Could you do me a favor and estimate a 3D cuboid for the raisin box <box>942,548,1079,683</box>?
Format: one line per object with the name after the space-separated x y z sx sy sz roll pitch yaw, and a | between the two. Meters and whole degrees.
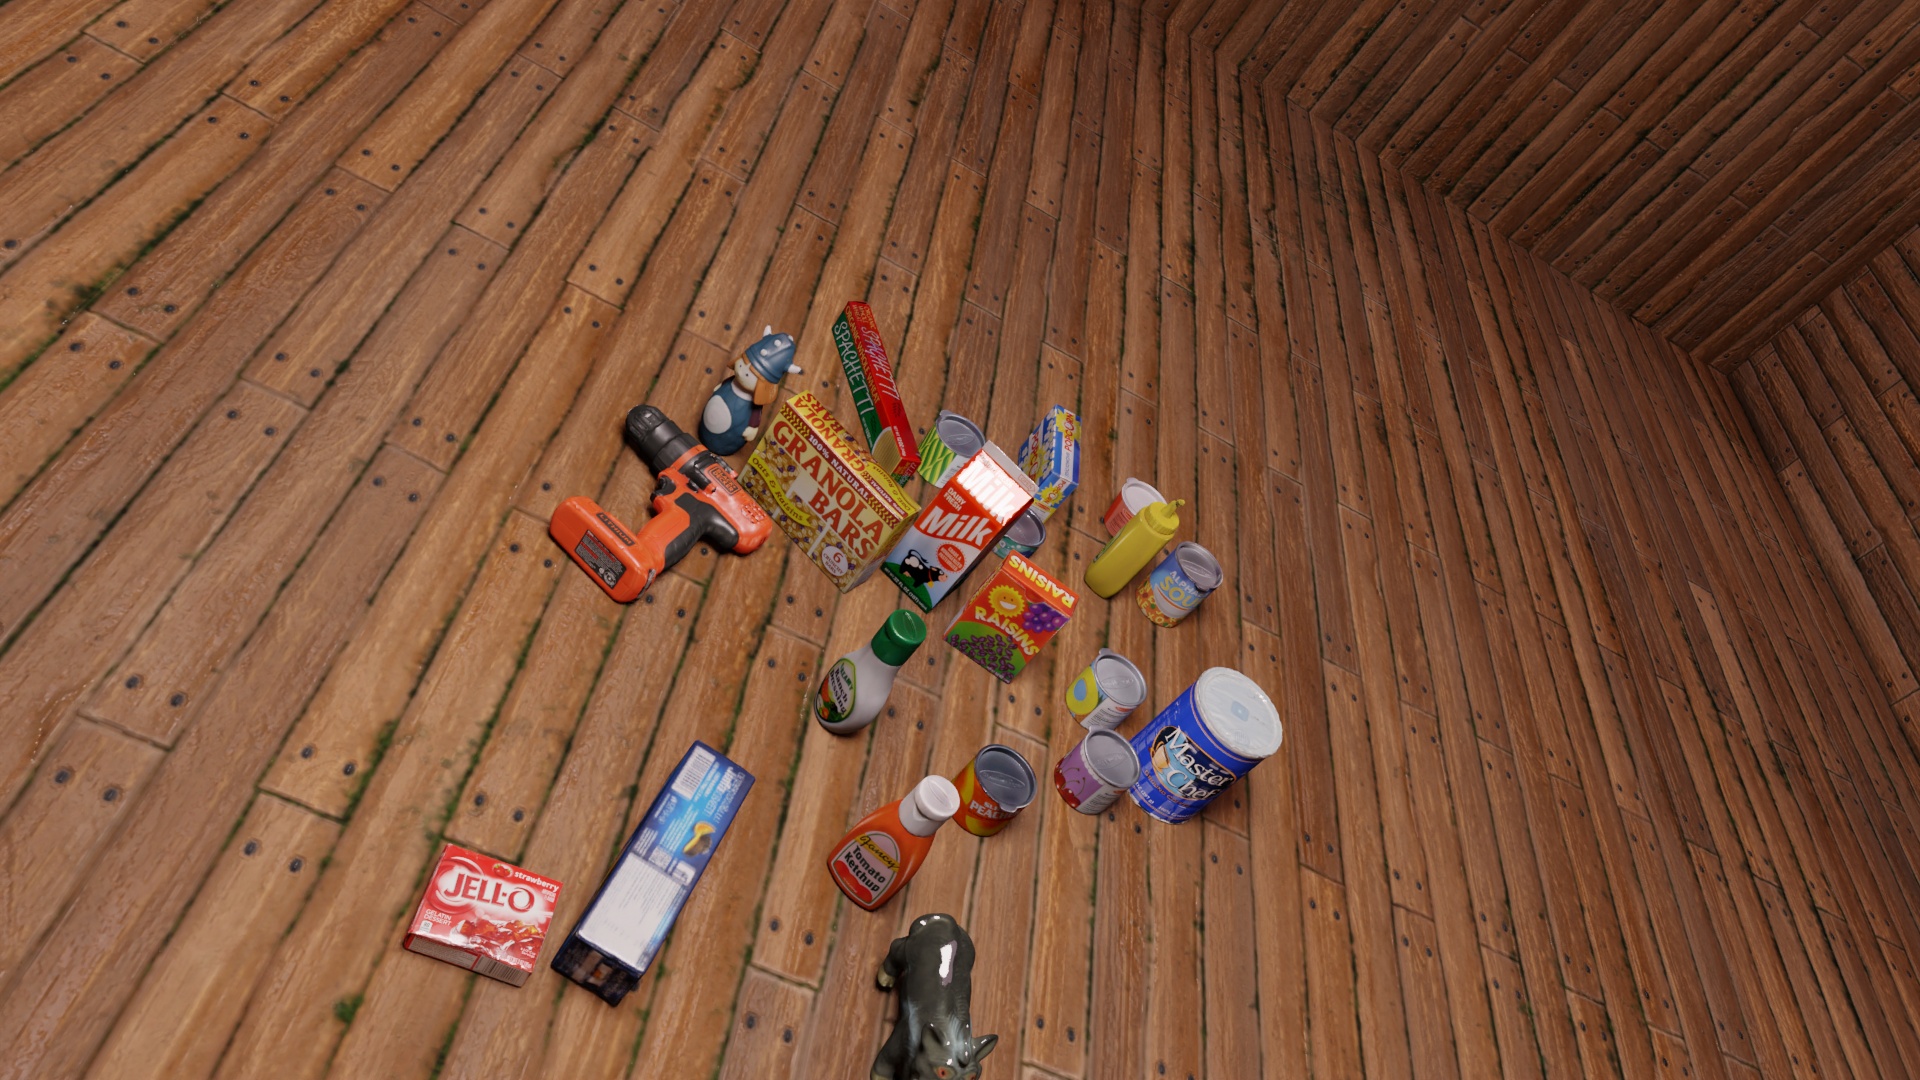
0.049 0.077 1.393 0.086 0.122 0.040 36 39 -4 | raisin box

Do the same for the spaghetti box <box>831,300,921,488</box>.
-0.097 -0.169 1.575 0.029 0.050 0.251 7 49 -34 | spaghetti box

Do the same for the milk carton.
0.005 -0.018 1.397 0.072 0.189 0.074 44 39 6 | milk carton

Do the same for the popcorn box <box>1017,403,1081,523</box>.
0.102 -0.087 1.622 0.038 0.084 0.127 25 41 -16 | popcorn box

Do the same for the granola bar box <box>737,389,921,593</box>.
-0.133 -0.047 1.370 0.165 0.123 0.039 46 39 8 | granola bar box

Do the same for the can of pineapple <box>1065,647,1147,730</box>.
0.151 0.158 1.446 0.071 0.057 0.071 21 42 -21 | can of pineapple

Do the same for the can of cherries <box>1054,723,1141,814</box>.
0.133 0.225 1.367 0.071 0.058 0.072 21 42 -21 | can of cherries

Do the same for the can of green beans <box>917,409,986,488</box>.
-0.012 -0.100 1.568 0.071 0.057 0.071 21 42 -21 | can of green beans

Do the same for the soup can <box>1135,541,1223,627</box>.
0.252 0.054 1.604 0.071 0.083 0.072 21 42 -21 | soup can

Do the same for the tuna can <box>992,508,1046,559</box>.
0.058 -0.009 1.555 0.071 0.032 0.071 21 42 -21 | tuna can

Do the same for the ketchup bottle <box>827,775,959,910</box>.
-0.052 0.243 1.135 0.065 0.148 0.044 47 39 9 | ketchup bottle

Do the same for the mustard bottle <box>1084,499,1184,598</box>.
0.201 0.000 1.556 0.049 0.159 0.065 42 39 3 | mustard bottle

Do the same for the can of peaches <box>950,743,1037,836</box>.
0.028 0.232 1.279 0.071 0.057 0.071 21 42 -21 | can of peaches

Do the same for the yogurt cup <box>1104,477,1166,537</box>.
0.210 -0.030 1.676 0.072 0.053 0.073 21 42 -21 | yogurt cup

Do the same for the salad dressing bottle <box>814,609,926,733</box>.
-0.080 0.116 1.236 0.044 0.147 0.064 5 50 -35 | salad dressing bottle
